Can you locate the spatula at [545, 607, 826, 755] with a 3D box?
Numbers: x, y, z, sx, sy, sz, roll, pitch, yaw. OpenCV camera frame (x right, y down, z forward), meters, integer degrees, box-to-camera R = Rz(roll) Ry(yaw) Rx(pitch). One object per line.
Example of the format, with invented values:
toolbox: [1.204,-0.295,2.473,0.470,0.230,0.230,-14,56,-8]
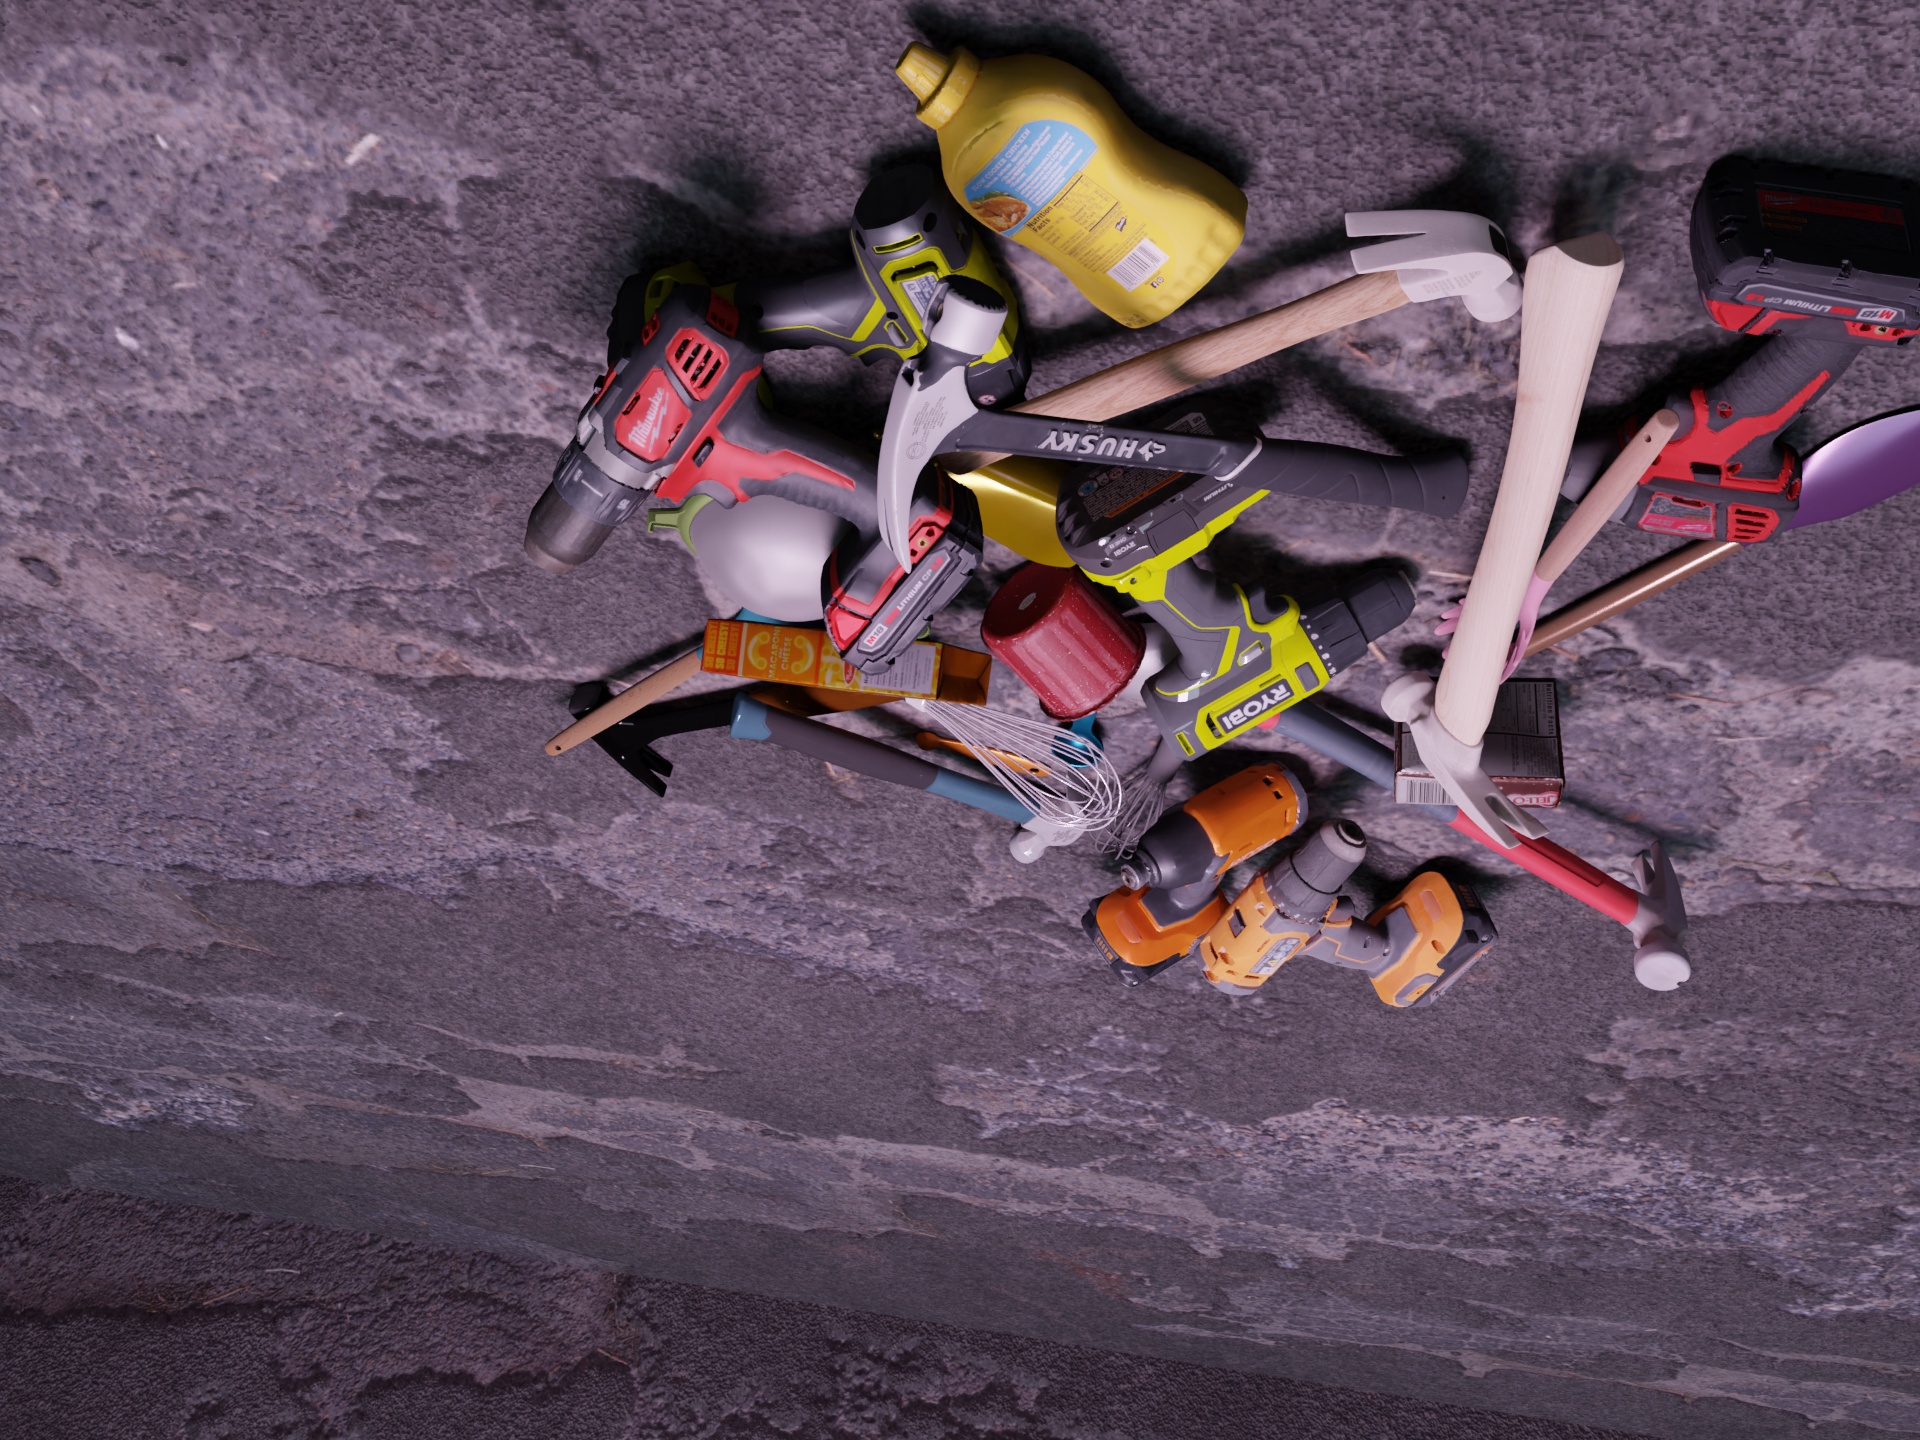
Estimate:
spatula: [-0.222,-0.035,1.235,0.317,0.044,0.082,-28,115,30]

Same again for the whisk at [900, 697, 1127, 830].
whisk: [-0.001,-0.004,1.154,0.285,0.070,0.070,31,151,22]

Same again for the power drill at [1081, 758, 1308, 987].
power drill: [0.174,0.131,1.291,0.164,0.084,0.226,-25,156,-26]

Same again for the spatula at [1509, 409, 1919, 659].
spatula: [0.462,-0.104,0.996,0.059,0.018,0.316,33,139,-22]

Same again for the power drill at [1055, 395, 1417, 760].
power drill: [0.178,-0.091,1.017,0.190,0.080,0.228,-30,131,10]

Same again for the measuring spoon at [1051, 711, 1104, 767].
measuring spoon: [0.097,-0.013,1.231,0.042,0.021,0.128,10,136,3]

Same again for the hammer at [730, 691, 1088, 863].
hammer: [-0.038,0.043,1.284,0.330,0.033,0.128,19,145,-27]

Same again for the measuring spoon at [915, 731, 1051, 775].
measuring spoon: [0.019,0.031,1.312,0.117,0.011,0.021,15,145,-5]

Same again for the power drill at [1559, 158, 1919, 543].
power drill: [0.410,-0.183,0.856,0.143,0.079,0.219,9,148,4]

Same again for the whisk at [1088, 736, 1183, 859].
whisk: [0.156,0.039,1.261,0.055,0.055,0.238,15,140,-6]

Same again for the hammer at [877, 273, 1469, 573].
hammer: [0.135,-0.140,0.869,0.408,0.036,0.149,0,130,-34]

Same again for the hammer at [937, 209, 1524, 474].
hammer: [0.131,-0.200,0.874,0.331,0.031,0.130,-16,167,27]

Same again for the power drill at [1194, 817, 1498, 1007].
power drill: [0.325,0.155,1.288,0.226,0.084,0.185,9,133,-27]

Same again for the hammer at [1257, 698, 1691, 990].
hammer: [0.378,0.059,1.197,0.386,0.143,0.038,30,128,-6]

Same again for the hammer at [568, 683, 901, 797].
hammer: [-0.152,-0.007,1.287,0.337,0.034,0.127,-10,139,27]

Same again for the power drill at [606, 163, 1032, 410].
power drill: [-0.077,-0.220,0.936,0.223,0.080,0.171,-9,145,22]

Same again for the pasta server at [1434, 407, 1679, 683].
pasta server: [0.354,-0.097,0.951,0.040,0.060,0.316,-33,164,-10]

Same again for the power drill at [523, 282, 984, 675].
power drill: [-0.120,-0.117,0.912,0.226,0.080,0.188,31,116,-24]

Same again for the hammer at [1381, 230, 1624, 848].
hammer: [0.326,-0.092,0.927,0.038,0.146,0.410,-21,142,-12]

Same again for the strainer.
strainer: [-0.083,-0.086,1.070,0.151,0.069,0.256,-14,156,23]
